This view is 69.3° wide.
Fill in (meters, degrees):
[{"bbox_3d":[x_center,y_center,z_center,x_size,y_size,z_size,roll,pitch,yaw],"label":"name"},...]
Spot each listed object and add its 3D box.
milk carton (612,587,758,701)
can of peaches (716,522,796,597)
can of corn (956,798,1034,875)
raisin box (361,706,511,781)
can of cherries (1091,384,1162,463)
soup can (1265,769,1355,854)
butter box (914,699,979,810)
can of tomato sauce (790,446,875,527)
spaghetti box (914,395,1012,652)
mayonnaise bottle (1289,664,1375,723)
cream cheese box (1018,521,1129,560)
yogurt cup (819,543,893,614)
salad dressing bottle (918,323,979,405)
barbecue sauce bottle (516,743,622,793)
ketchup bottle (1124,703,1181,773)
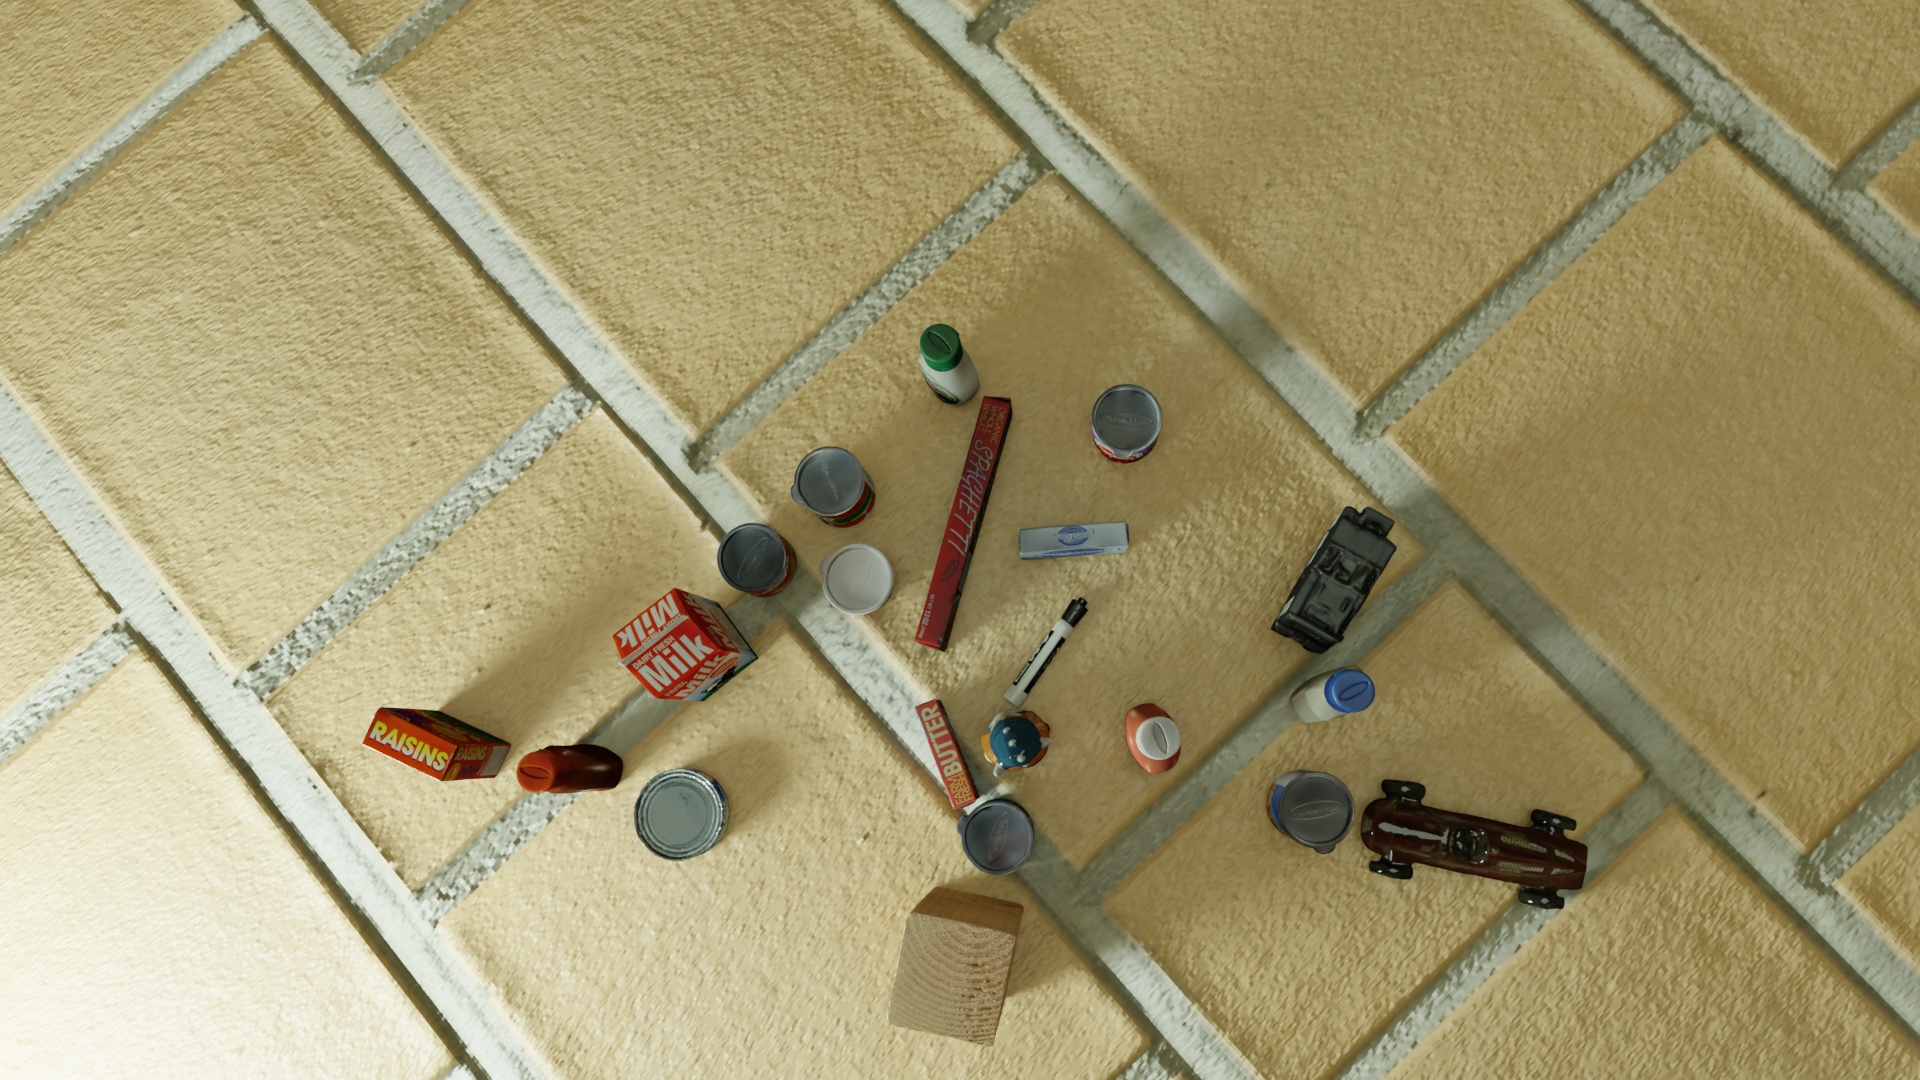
[{"bbox_3d":[-0.253,0.096,1.264,0.072,0.190,0.073,-38,81,-1],"label":"milk carton"},{"bbox_3d":[-0.193,0.021,1.339,0.071,0.058,0.071,-1,82,4],"label":"can of peaches"},{"bbox_3d":[0.033,0.272,1.284,0.071,0.058,0.071,-1,82,4],"label":"can of corn"},{"bbox_3d":[-0.488,0.191,1.301,0.086,0.123,0.040,24,84,7],"label":"raisin box"},{"bbox_3d":[0.158,-0.109,1.332,0.071,0.058,0.071,-1,82,4],"label":"can of cherries"},{"bbox_3d":[0.315,0.244,1.254,0.071,0.083,0.071,-1,82,4],"label":"soup can"},{"bbox_3d":[-0.012,0.200,1.301,0.024,0.053,0.103,-22,81,1],"label":"butter box"},{"bbox_3d":[-0.120,-0.048,1.331,0.071,0.083,0.071,-1,82,4],"label":"can of tomato sauce"},{"bbox_3d":[0.005,-0.017,1.334,0.029,0.050,0.250,15,83,6],"label":"spaghetti box"},{"bbox_3d":[0.335,0.137,1.237,0.065,0.148,0.041,-28,81,0],"label":"mayonnaise bottle"},{"bbox_3d":[0.108,0.000,1.322,0.104,0.053,0.024,-4,82,4],"label":"cream cheese box"},{"bbox_3d":[-0.095,0.039,1.331,0.072,0.054,0.072,-1,82,4],"label":"yogurt cup"},{"bbox_3d":[-0.013,-0.167,1.309,0.064,0.147,0.044,44,87,9],"label":"salad dressing bottle"},{"bbox_3d":[-0.362,0.210,1.276,0.065,0.148,0.044,12,83,6],"label":"barbecue sauce bottle"},{"bbox_3d":[0.173,0.177,1.242,0.043,0.148,0.065,-18,81,2],"label":"ketchup bottle"}]
